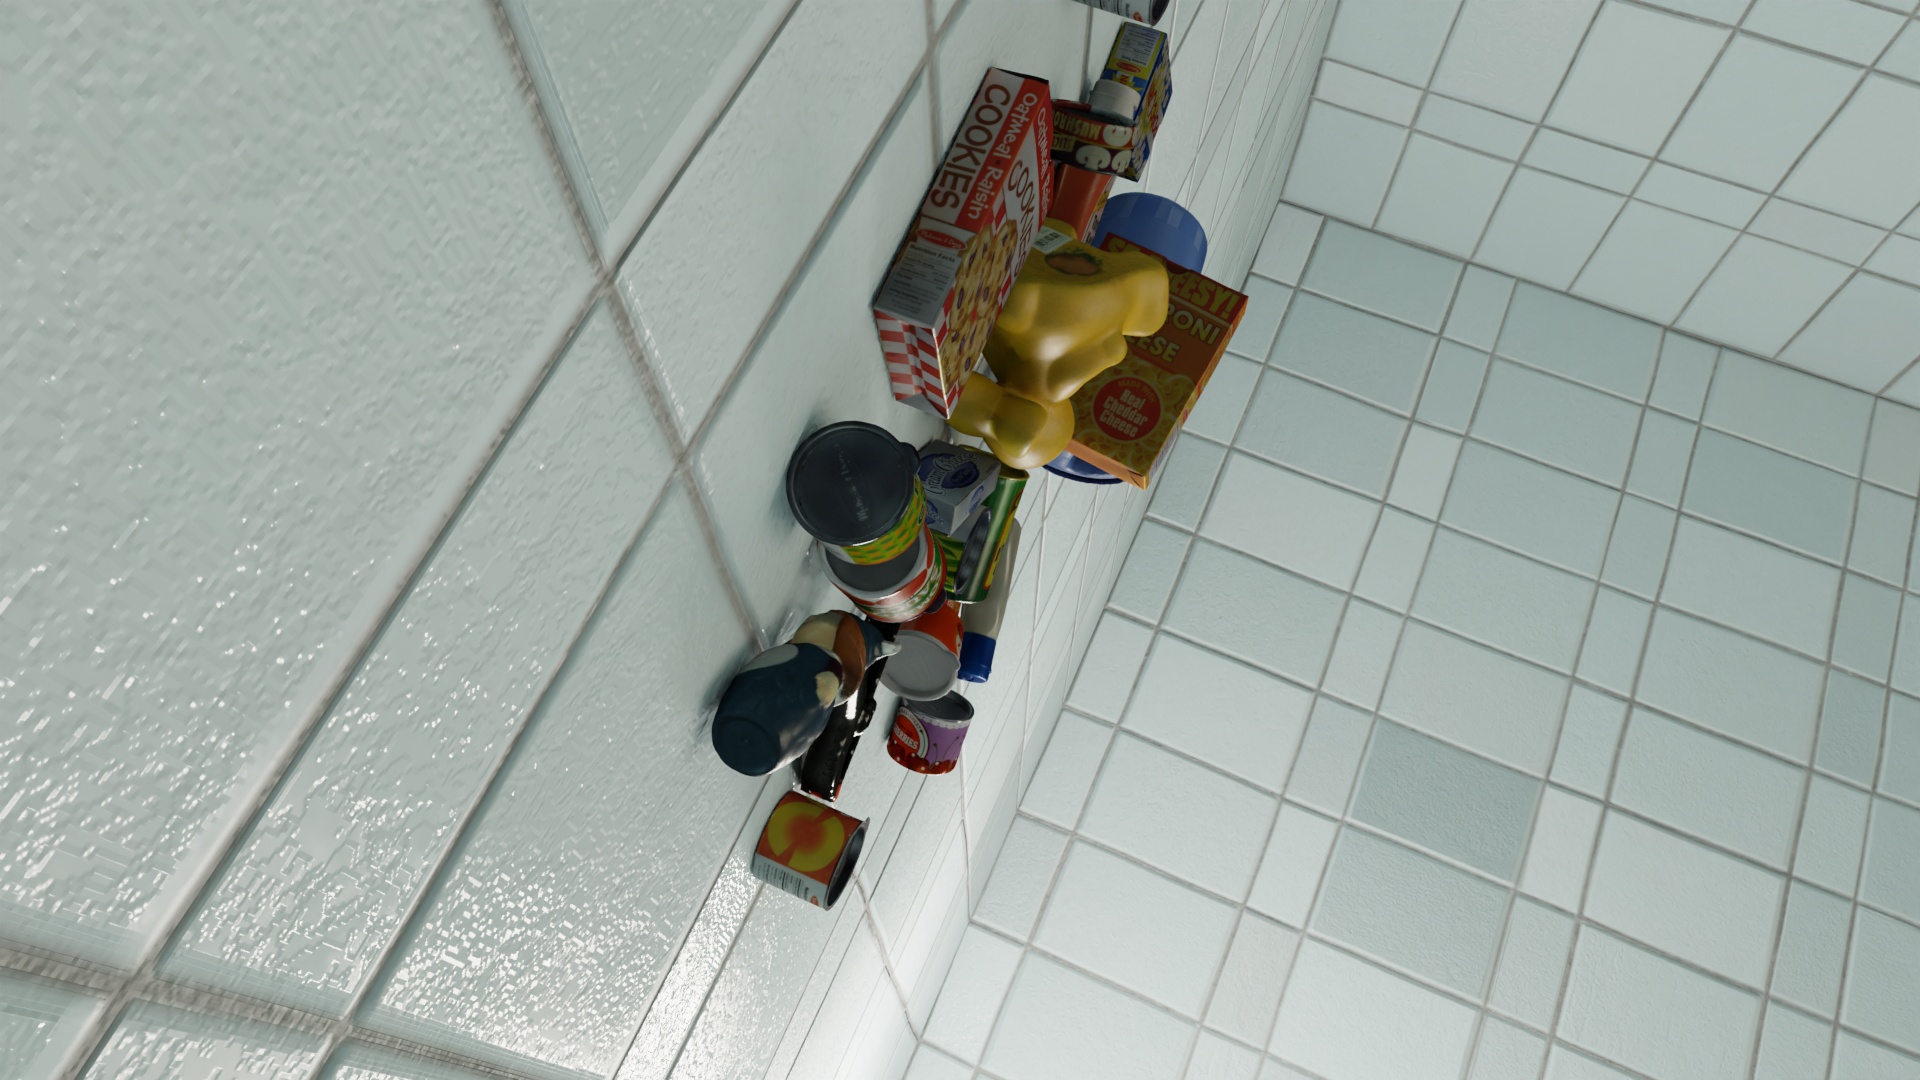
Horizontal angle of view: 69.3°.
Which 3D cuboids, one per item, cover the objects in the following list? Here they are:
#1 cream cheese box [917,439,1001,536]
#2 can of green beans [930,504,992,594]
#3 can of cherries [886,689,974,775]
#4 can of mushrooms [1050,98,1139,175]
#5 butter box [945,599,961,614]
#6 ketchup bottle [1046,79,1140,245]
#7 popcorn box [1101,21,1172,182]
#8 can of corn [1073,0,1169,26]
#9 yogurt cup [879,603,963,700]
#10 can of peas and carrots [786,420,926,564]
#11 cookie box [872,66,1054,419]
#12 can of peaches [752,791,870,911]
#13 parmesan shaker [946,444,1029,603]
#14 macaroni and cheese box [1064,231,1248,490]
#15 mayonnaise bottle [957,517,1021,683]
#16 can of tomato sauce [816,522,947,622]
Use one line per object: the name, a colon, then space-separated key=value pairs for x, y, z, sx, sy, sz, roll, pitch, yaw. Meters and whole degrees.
cream cheese box: x=-0.013 y=-0.037 z=0.944 sx=0.104 sy=0.053 sz=0.024 roll=-47 pitch=154 yaw=-63
can of green beans: x=-0.017 y=-0.003 z=0.979 sx=0.071 sy=0.058 sz=0.071 roll=19 pitch=92 yaw=-79
can of cherries: x=-0.029 y=0.168 z=1.237 sx=0.072 sy=0.071 sz=0.058 roll=-41 pitch=151 yaw=-68
can of mushrooms: x=0.084 y=-0.273 z=0.940 sx=0.071 sy=0.071 sz=0.033 roll=-49 pitch=158 yaw=-60
butter box: x=-0.019 y=0.065 z=1.195 sx=0.053 sy=0.024 sz=0.103 roll=-56 pitch=164 yaw=-51
ketchup bottle: x=0.093 y=-0.269 z=1.045 sx=0.065 sy=0.043 sz=0.148 roll=-31 pitch=141 yaw=-82
popcorn box: x=0.138 y=-0.352 z=1.125 sx=0.126 sy=0.038 sz=0.085 roll=16 pitch=94 yaw=-79
can of corn: x=0.106 y=-0.369 z=0.876 sx=0.071 sy=0.058 sz=0.071 roll=19 pitch=92 yaw=-79
yogurt cup: x=-0.030 y=0.081 z=1.069 sx=0.054 sy=0.072 sz=0.072 roll=-68 pitch=173 yaw=-52
can of peas and carrots: x=-0.051 y=-0.025 z=0.734 sx=0.058 sy=0.071 sz=0.071 roll=63 pitch=49 yaw=-77
cookie box: x=0.007 y=-0.171 z=0.816 sx=0.122 sy=0.040 sz=0.168 roll=79 pitch=34 yaw=-71
can of peaches: x=-0.104 y=0.214 z=0.969 sx=0.071 sy=0.058 sz=0.071 roll=19 pitch=92 yaw=-79
parmesan shaker: x=0.004 y=-0.013 z=1.047 sx=0.071 sy=0.071 sz=0.102 roll=-36 pitch=146 yaw=-71
macaroni and cheese box: x=0.128 y=-0.140 z=1.069 sx=0.167 sy=0.124 sz=0.040 roll=-59 pitch=167 yaw=-11
mayonnaise bottle: x=0.022 y=0.052 z=1.250 sx=0.064 sy=0.041 sz=0.148 roll=91 pitch=11 yaw=-72
can of tomato sauce: x=-0.045 y=0.012 z=0.837 sx=0.083 sy=0.071 sz=0.071 roll=62 pitch=51 yaw=-75
